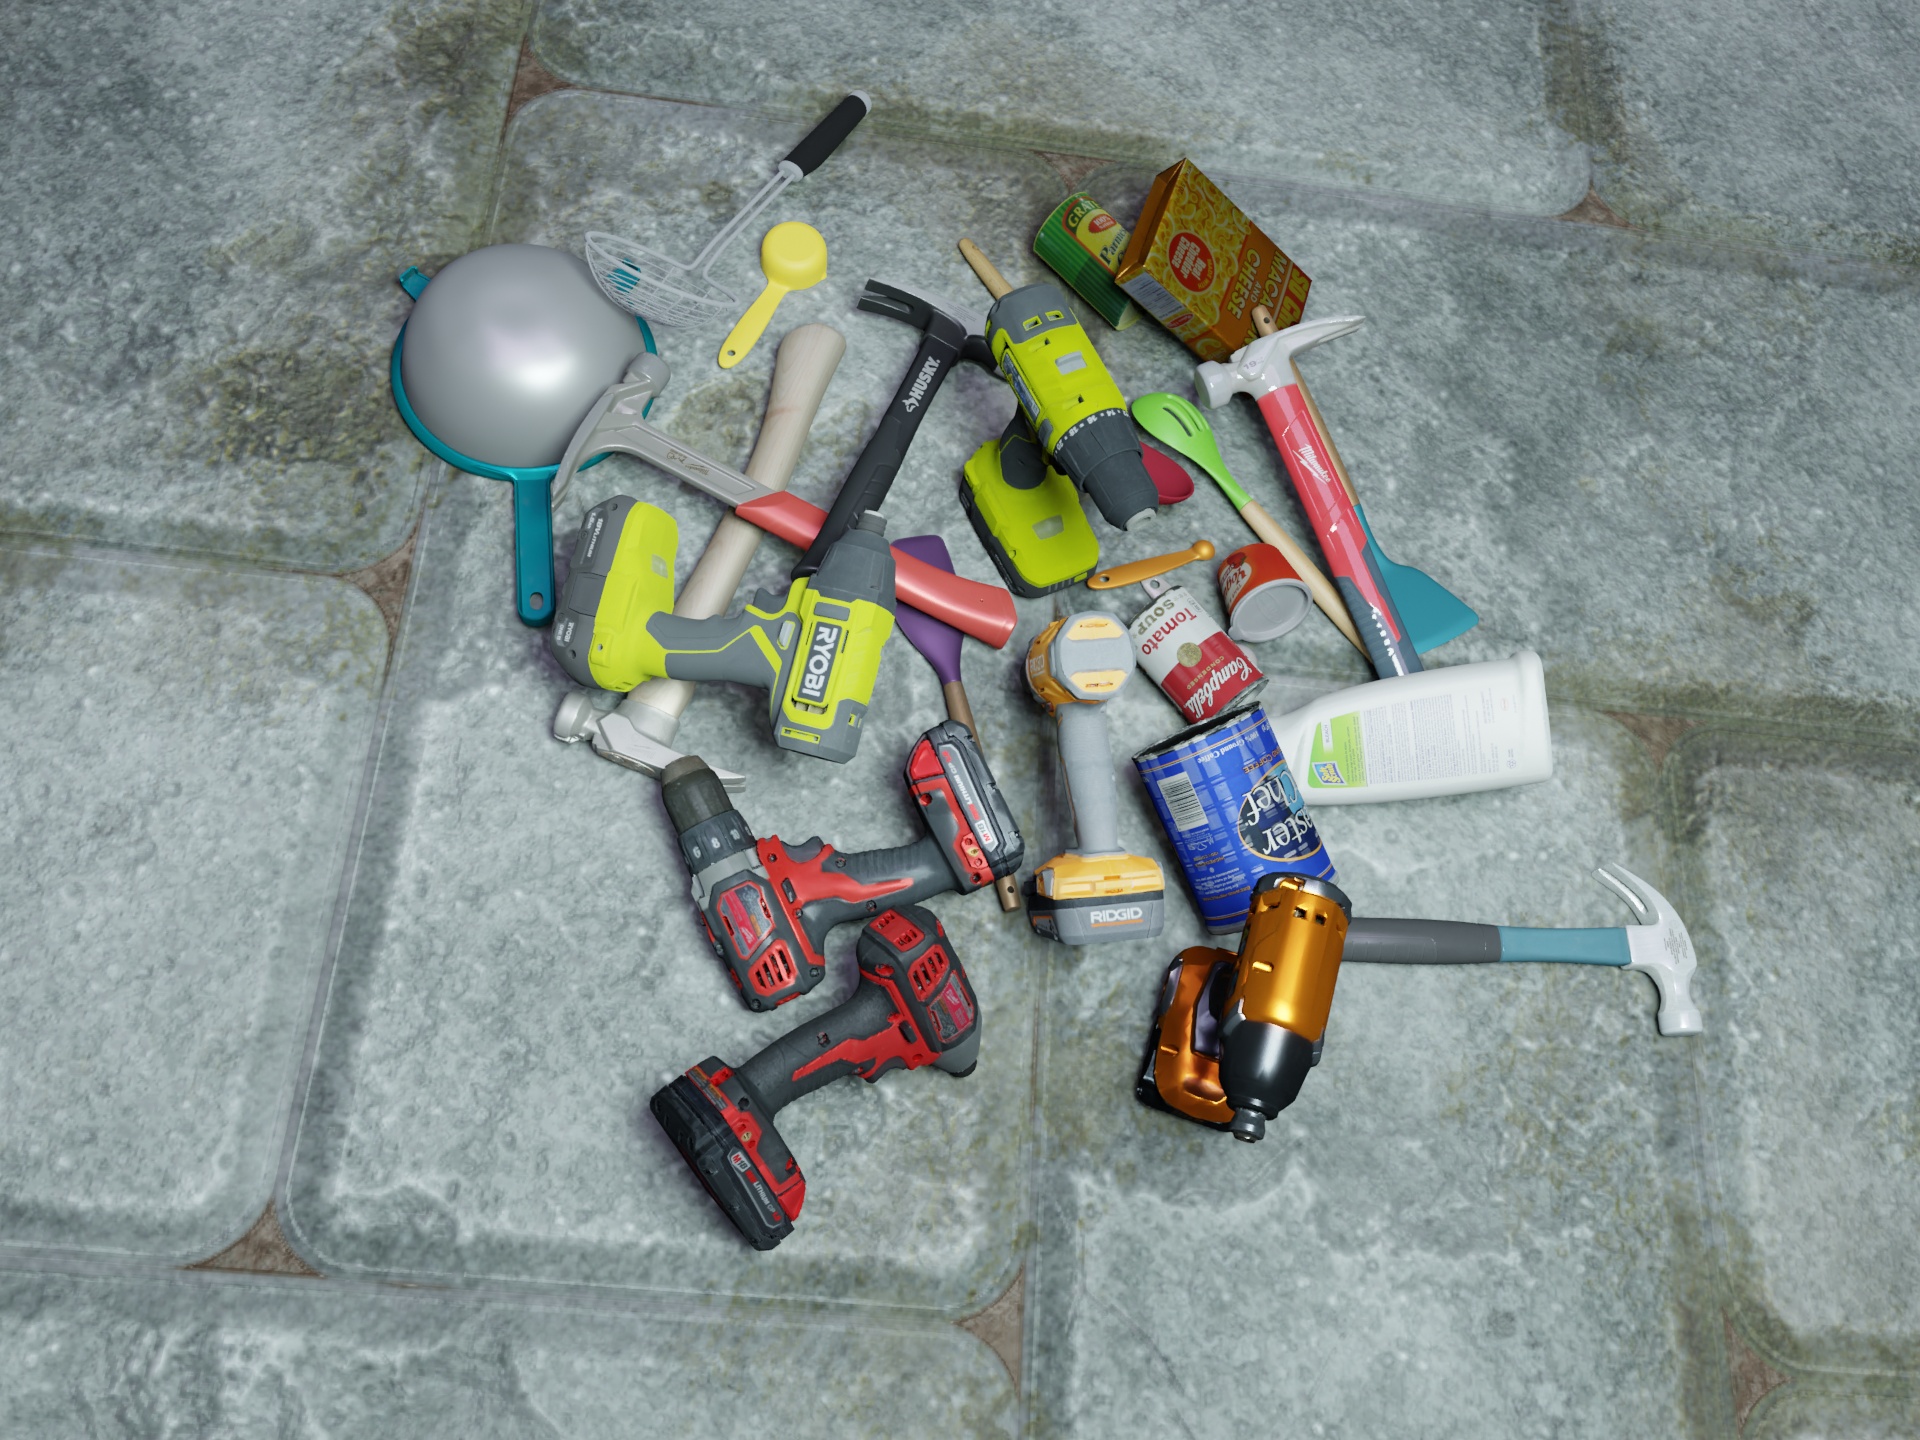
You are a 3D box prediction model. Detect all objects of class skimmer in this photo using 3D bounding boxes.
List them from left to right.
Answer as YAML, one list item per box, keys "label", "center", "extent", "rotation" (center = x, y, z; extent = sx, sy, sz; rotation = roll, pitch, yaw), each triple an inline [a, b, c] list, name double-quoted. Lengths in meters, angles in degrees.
- label: "skimmer"
  center: [-0.171, -0.442, 1.311]
  extent: [0.127, 0.090, 0.363]
  rotation: [30, 59, 8]

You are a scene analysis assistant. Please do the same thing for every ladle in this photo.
- label: "ladle"
  center: [0.089, -0.295, 1.342]
  extent: [0.069, 0.031, 0.316]
  rotation: [-20, 67, -41]

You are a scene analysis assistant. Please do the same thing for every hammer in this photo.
- label: "hammer"
  center: [-0.165, -0.140, 1.243]
  extent: [0.146, 0.038, 0.411]
  rotation: [21, 67, 0]
- label: "hammer"
  center: [-0.124, -0.142, 1.213]
  extent: [0.359, 0.036, 0.149]
  rotation: [28, 65, -4]
- label: "hammer"
  center: [-0.058, -0.221, 1.237]
  extent: [0.146, 0.035, 0.335]
  rotation: [28, 52, -6]
- label: "hammer"
  center: [0.325, -0.134, 1.265]
  extent: [0.143, 0.038, 0.386]
  rotation: [-22, 81, -2]
- label: "hammer"
  center: [0.388, 0.168, 1.191]
  extent: [0.331, 0.033, 0.128]
  rotation: [2, 69, -6]

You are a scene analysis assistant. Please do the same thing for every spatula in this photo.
- label: "spatula"
  center: [-0.002, -0.004, 1.218]
  extent: [0.059, 0.018, 0.316]
  rotation: [-10, 69, -15]
- label: "spatula"
  center: [0.316, -0.202, 1.306]
  extent: [0.082, 0.044, 0.317]
  rotation: [-25, 87, -10]

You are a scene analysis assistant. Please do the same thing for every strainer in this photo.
- label: "strainer"
  center: [-0.338, -0.243, 1.229]
  extent: [0.211, 0.095, 0.341]
  rotation: [-5, 67, -9]

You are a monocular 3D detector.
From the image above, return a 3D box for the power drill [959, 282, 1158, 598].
- label: "power drill"
  center: [0.072, -0.186, 1.186]
  extent: [0.080, 0.228, 0.191]
  rotation: [-22, 73, -15]

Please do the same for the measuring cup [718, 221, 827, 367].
- label: "measuring cup"
  center: [-0.162, -0.358, 1.333]
  extent: [0.062, 0.029, 0.157]
  rotation: [25, 65, 3]

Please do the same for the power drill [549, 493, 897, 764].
- label: "power drill"
  center: [-0.157, -0.077, 1.104]
  extent: [0.223, 0.080, 0.171]
  rotation: [13, 85, 16]

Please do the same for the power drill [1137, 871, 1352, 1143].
- label: "power drill"
  center: [0.182, 0.206, 1.043]
  extent: [0.084, 0.226, 0.164]
  rotation: [19, 67, 1]

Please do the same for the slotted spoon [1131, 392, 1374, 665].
- label: "slotted spoon"
  center: [0.253, -0.158, 1.306]
  extent: [0.314, 0.031, 0.070]
  rotation: [51, 43, 10]

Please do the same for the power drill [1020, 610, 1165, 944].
- label: "power drill"
  center: [0.084, 0.040, 1.150]
  extent: [0.084, 0.185, 0.226]
  rotation: [-4, 88, -9]

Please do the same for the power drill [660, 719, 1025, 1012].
- label: "power drill"
  center: [-0.088, 0.078, 1.124]
  extent: [0.226, 0.080, 0.188]
  rotation: [-26, 82, -6]

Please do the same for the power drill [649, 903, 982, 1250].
- label: "power drill"
  center: [-0.081, 0.236, 1.055]
  extent: [0.219, 0.143, 0.079]
  rotation: [-37, 37, -19]

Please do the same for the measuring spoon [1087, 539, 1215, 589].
- label: "measuring spoon"
  center: [0.155, -0.127, 1.286]
  extent: [0.117, 0.011, 0.021]
  rotation: [-18, 52, -17]

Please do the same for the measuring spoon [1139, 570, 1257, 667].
- label: "measuring spoon"
  center: [0.190, -0.079, 1.273]
  extent: [0.034, 0.018, 0.124]
  rotation: [-40, 77, -20]
